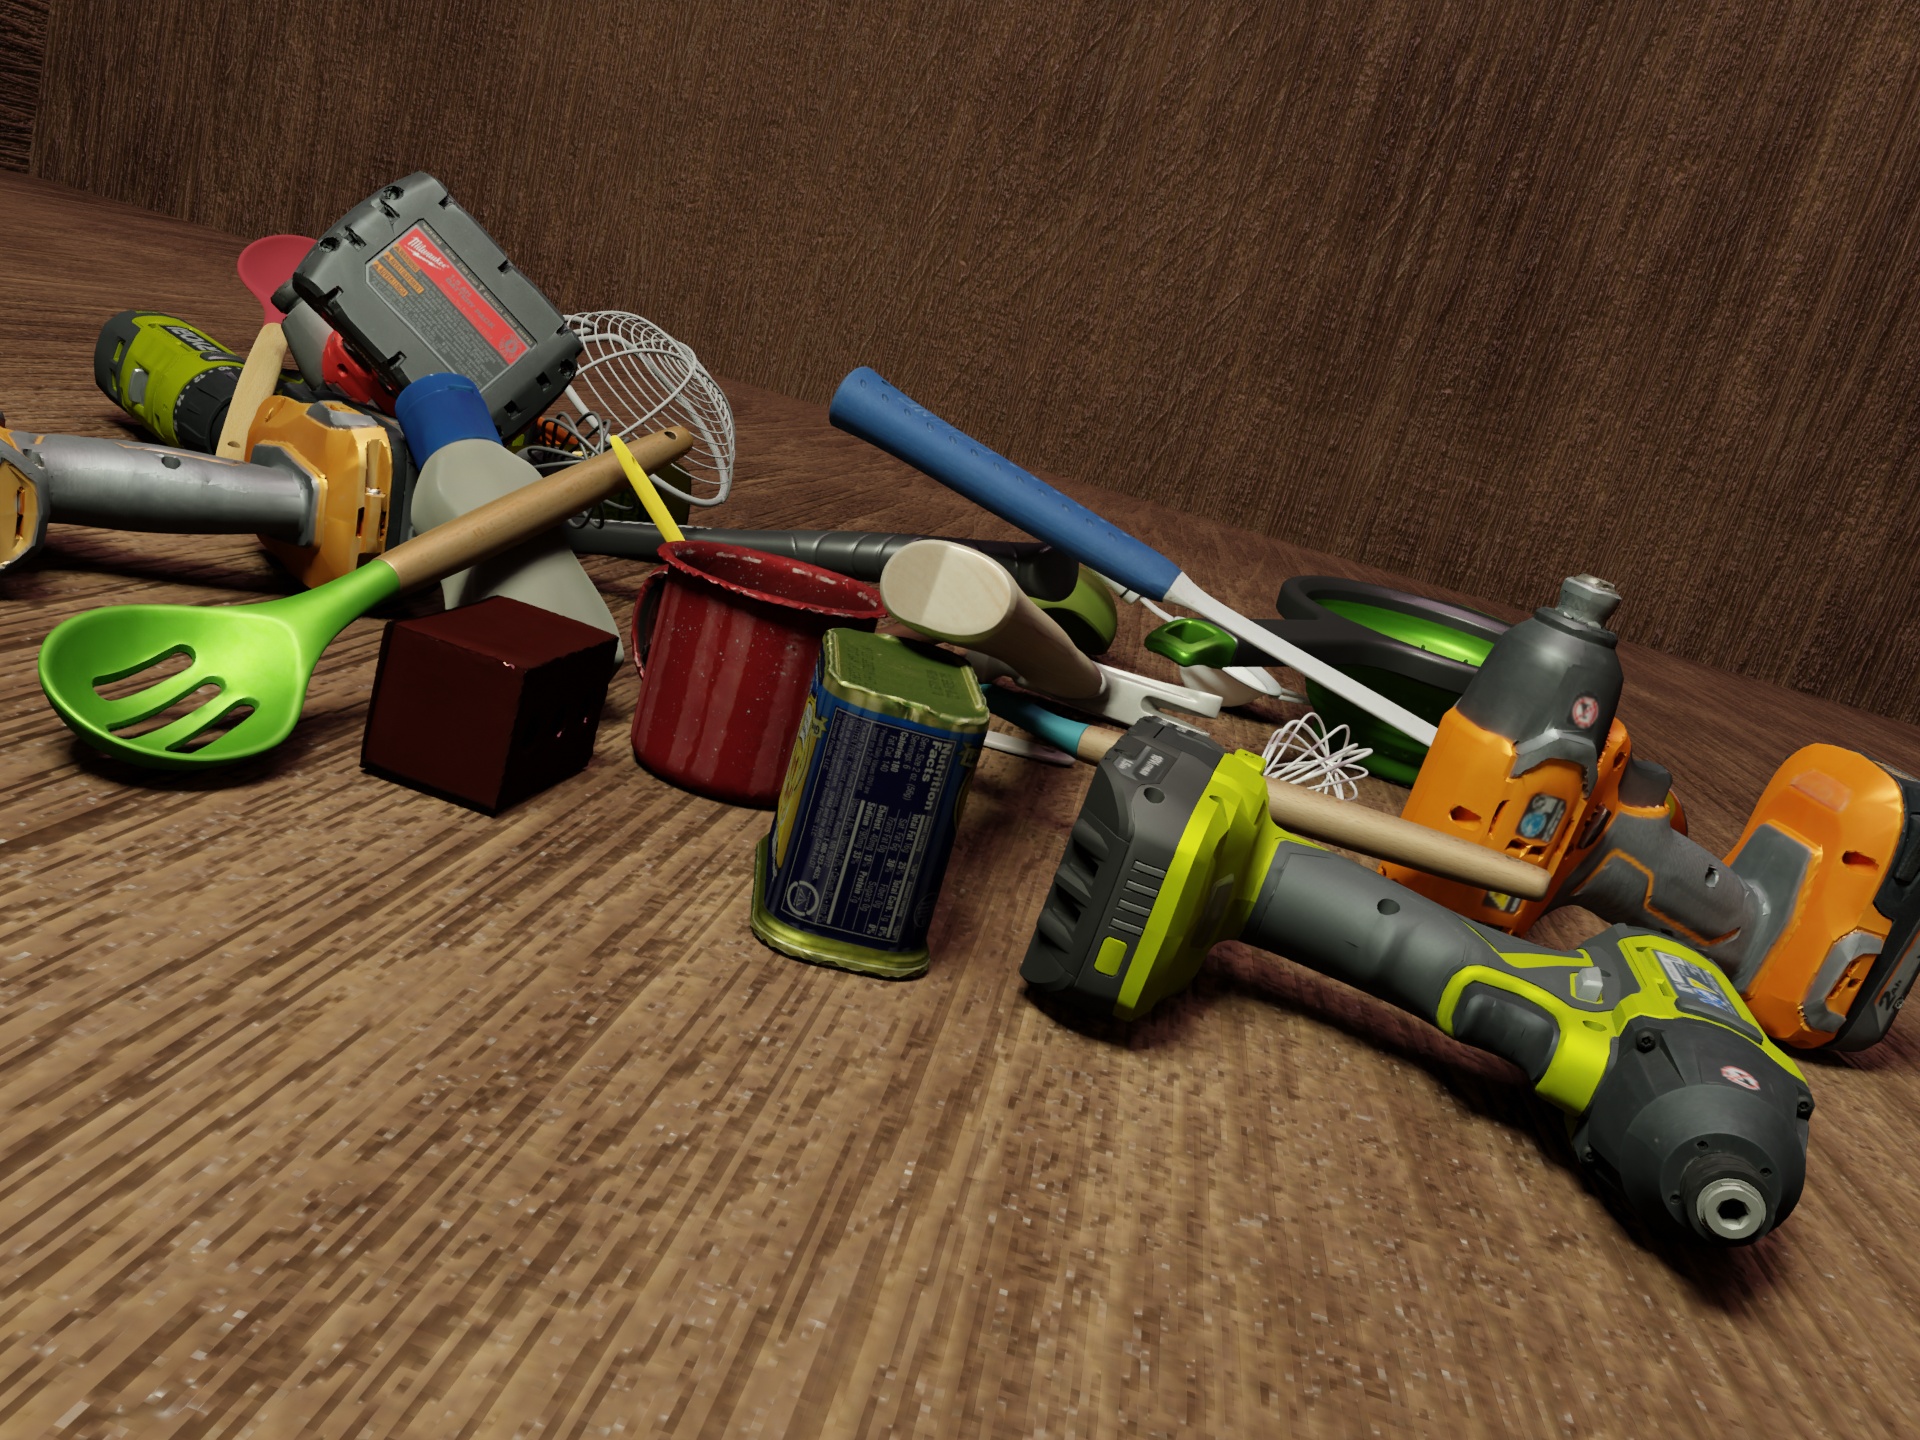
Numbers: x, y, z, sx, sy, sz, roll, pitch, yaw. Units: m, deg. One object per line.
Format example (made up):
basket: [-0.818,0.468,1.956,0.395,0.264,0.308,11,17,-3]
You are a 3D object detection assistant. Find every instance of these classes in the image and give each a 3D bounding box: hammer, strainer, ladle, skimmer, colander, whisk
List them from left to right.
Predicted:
ladle: [-0.382,-0.206,0.883,0.069,0.031,0.316,11,30,-21]
skimmer: [-0.272,-0.198,0.925,0.363,0.090,0.127,16,-3,35]
whisk: [-0.200,-0.123,0.792,0.055,0.055,0.239,10,4,-23]
hammer: [-0.104,-0.092,0.854,0.335,0.035,0.146,5,11,10]
ladle: [0.008,-0.053,0.979,0.078,0.062,0.320,33,26,22]
hammer: [0.044,-0.029,0.722,0.146,0.038,0.410,19,1,10]
strainer: [0.119,-0.079,1.046,0.258,0.050,0.087,41,17,-2]
hammer: [0.110,-0.058,0.765,0.405,0.035,0.144,32,28,10]
whisk: [0.141,0.035,0.757,0.059,0.058,0.246,-16,-2,32]
colander: [0.231,-0.012,0.942,0.397,0.094,0.205,-3,25,-45]

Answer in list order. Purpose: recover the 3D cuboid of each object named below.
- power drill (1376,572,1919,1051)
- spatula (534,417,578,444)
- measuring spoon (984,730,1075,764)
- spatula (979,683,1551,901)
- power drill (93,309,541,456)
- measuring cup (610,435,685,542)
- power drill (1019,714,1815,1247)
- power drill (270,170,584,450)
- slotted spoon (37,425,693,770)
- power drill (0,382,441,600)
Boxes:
power drill: [0.287,0.041,0.636,0.226,0.164,0.084,14,16,-17]
spatula: [-0.379,-0.214,1.205,0.081,0.041,0.322,18,17,10]
measuring spoon: [-0.001,-0.003,0.786,0.124,0.018,0.034,17,13,0]
spatula: [0.072,0.027,0.639,0.318,0.044,0.082,17,13,26]
power drill: [-0.375,-0.182,0.965,0.191,0.080,0.228,31,21,34]
measuring cup: [-0.098,-0.062,0.679,0.029,0.156,0.062,-27,34,5]
power drill: [0.141,0.080,0.496,0.223,0.080,0.171,22,13,11]
power drill: [-0.278,-0.183,0.796,0.143,0.078,0.220,48,-21,-18]
slotted spoon: [-0.190,-0.059,0.580,0.070,0.031,0.314,39,37,5]
power drill: [-0.357,-0.107,0.677,0.226,0.084,0.185,-4,22,-44]
